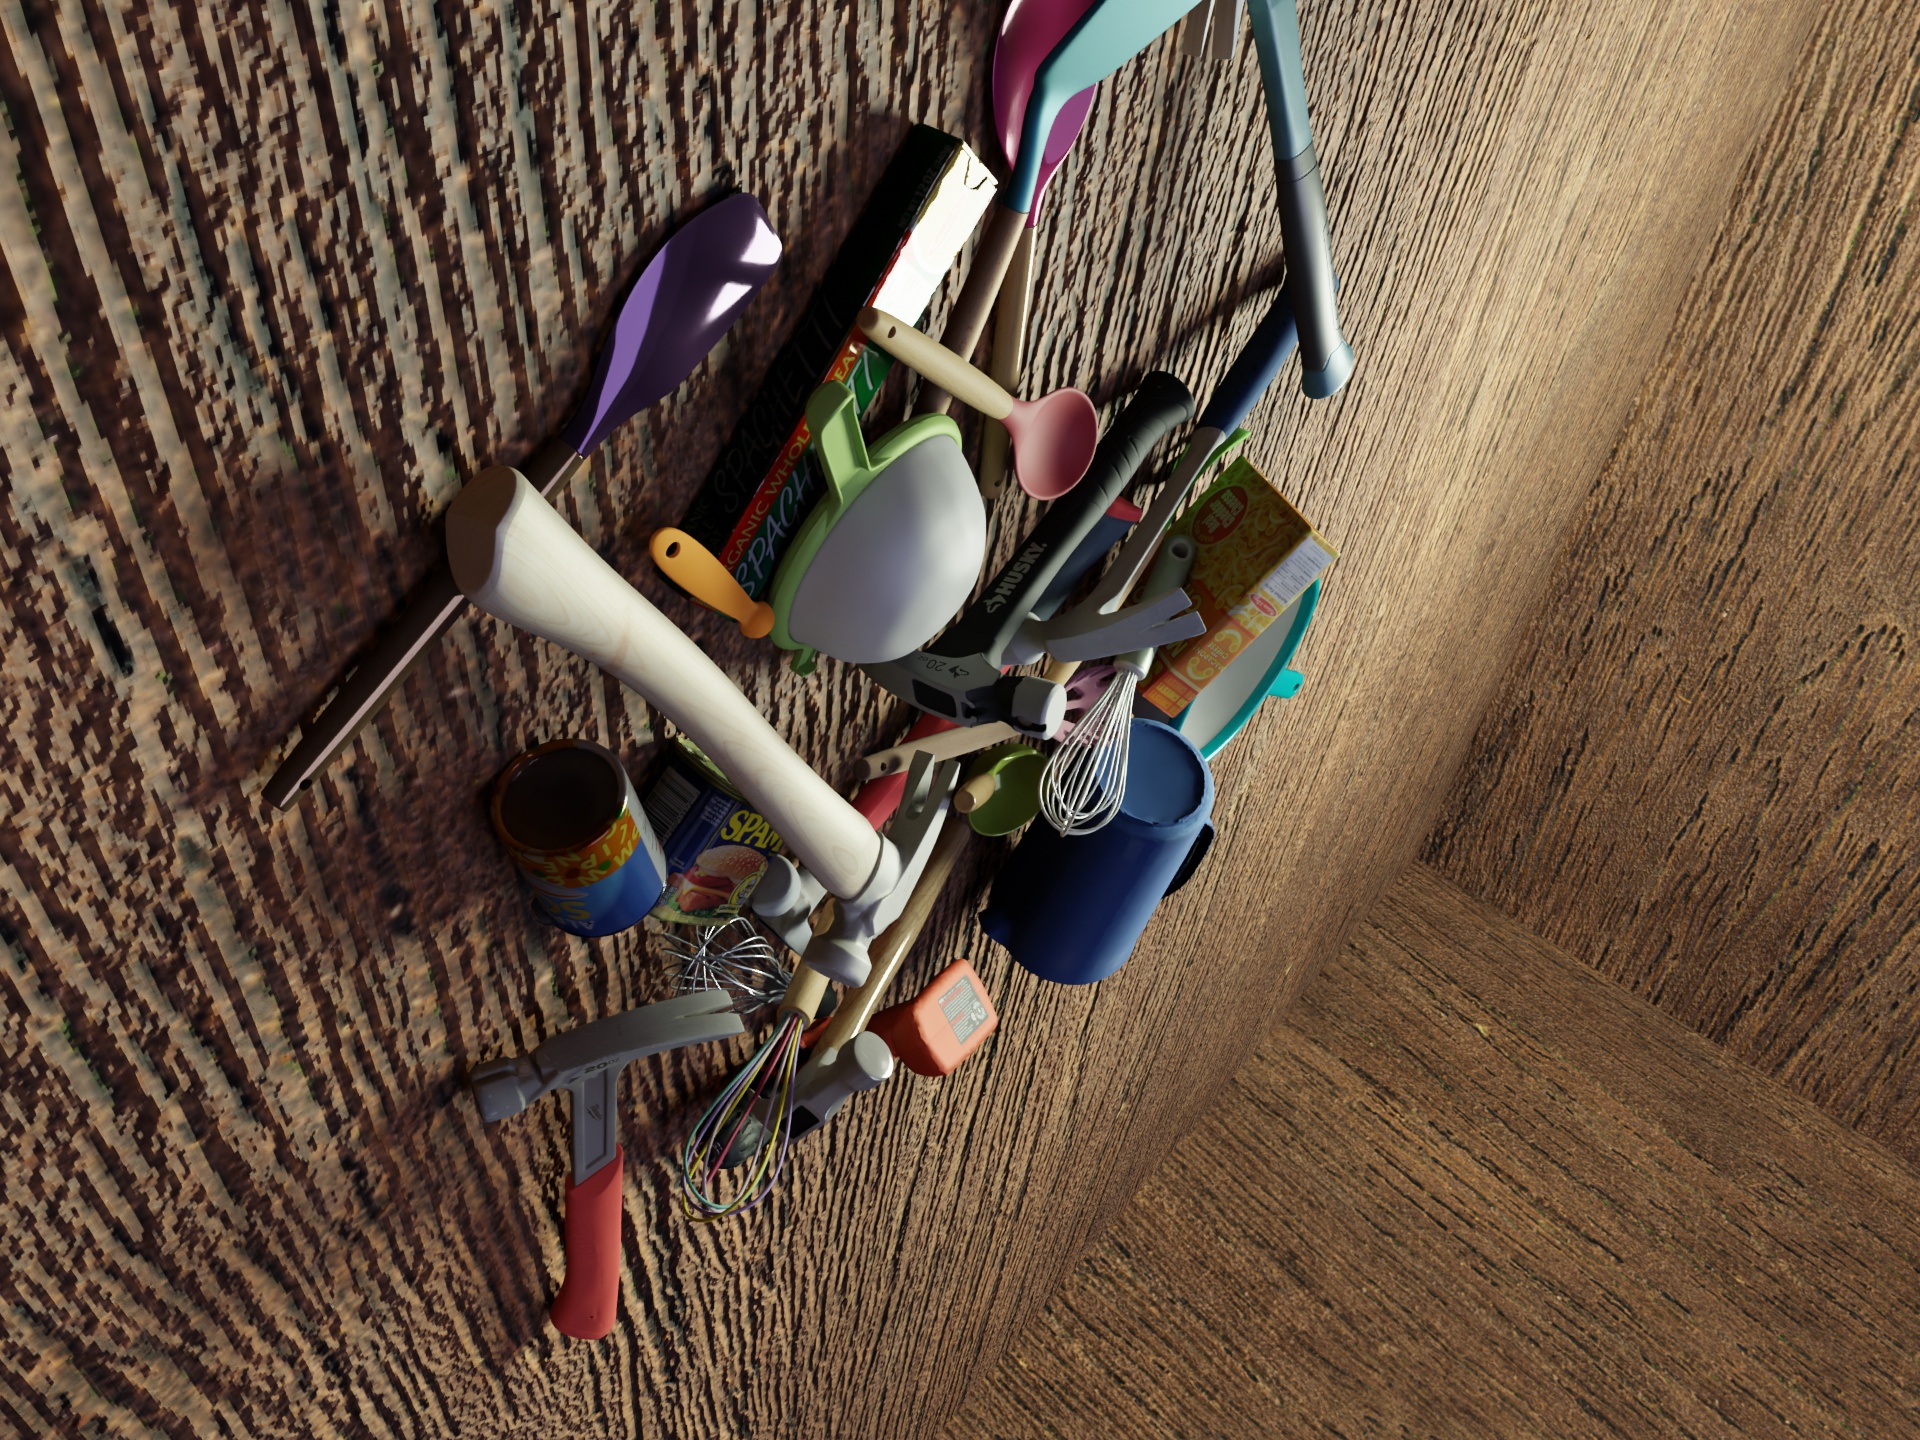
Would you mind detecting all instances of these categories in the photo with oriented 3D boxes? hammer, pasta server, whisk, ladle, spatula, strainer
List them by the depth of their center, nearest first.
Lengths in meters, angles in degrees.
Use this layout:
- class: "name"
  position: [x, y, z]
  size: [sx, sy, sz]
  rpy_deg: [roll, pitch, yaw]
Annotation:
- class: "spatula"
  position: [-0.177, -0.093, 0.649]
  size: [0.316, 0.018, 0.059]
  rpy_deg: [-53, 152, -10]
- class: "hammer"
  position: [-0.106, -0.001, 0.773]
  size: [0.146, 0.038, 0.410]
  rpy_deg: [-64, 150, -17]
- class: "strainer"
  position: [-0.032, -0.093, 0.784]
  size: [0.151, 0.069, 0.256]
  rpy_deg: [-50, 170, -8]
- class: "spatula"
  position: [0.025, -0.231, 0.807]
  size: [0.082, 0.044, 0.317]
  rpy_deg: [-26, 148, -53]
- class: "ladle"
  position: [0.013, -0.169, 0.836]
  size: [0.069, 0.031, 0.315]
  rpy_deg: [-66, 161, 7]
- class: "whisk"
  position: [-0.109, 0.191, 0.934]
  size: [0.047, 0.051, 0.245]
  rpy_deg: [-48, -168, 38]
- class: "hammer"
  position: [0.204, -0.336, 0.965]
  size: [0.128, 0.033, 0.330]
  rpy_deg: [-47, 140, -21]
- class: "hammer"
  position: [0.058, -0.120, 0.980]
  size: [0.335, 0.146, 0.035]
  rpy_deg: [-54, 149, -37]
- class: "hammer"
  position: [-0.221, 0.295, 0.999]
  size: [0.149, 0.037, 0.358]
  rpy_deg: [-14, 141, -24]
- class: "whisk"
  position: [-0.128, 0.172, 1.050]
  size: [0.070, 0.070, 0.284]
  rpy_deg: [-54, 163, -6]
- class: "pasta server"
  position: [0.029, 0.006, 1.061]
  size: [0.316, 0.040, 0.060]
  rpy_deg: [-15, 103, -58]
- class: "hammer"
  position: [-0.053, 0.160, 1.064]
  size: [0.130, 0.031, 0.331]
  rpy_deg: [-40, -170, 30]
- class: "hammer"
  position: [0.168, -0.184, 1.066]
  size: [0.035, 0.144, 0.406]
  rpy_deg: [55, 53, -30]
- class: "ladle"
  position: [0.024, 0.053, 1.071]
  size: [0.078, 0.062, 0.320]
  rpy_deg: [-46, 177, 4]
- class: "hammer"
  position: [-0.002, -0.003, 1.085]
  size: [0.386, 0.038, 0.143]
  rpy_deg: [-51, 158, -14]
- class: "whisk"
  position: [0.116, -0.028, 1.116]
  size: [0.059, 0.058, 0.246]
  rpy_deg: [112, 2, -70]
- class: "strainer"
  position: [0.230, -0.060, 1.400]
  size: [0.211, 0.095, 0.340]
  rpy_deg: [-58, 159, 11]

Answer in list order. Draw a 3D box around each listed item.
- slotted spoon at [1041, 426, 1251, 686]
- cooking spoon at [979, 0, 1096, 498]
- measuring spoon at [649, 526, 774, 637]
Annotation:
- class: "slotted spoon"
  position: [0.128, -0.121, 1.121]
  size: [0.070, 0.031, 0.314]
  rpy_deg: [-32, -162, 51]
- class: "cooking spoon"
  position: [0.031, -0.246, 0.857]
  size: [0.069, 0.017, 0.318]
  rpy_deg: [-26, 145, -27]
- class: "measuring spoon"
  position: [-0.114, -0.062, 0.743]
  size: [0.021, 0.011, 0.116]
  rpy_deg: [-54, 156, -4]
